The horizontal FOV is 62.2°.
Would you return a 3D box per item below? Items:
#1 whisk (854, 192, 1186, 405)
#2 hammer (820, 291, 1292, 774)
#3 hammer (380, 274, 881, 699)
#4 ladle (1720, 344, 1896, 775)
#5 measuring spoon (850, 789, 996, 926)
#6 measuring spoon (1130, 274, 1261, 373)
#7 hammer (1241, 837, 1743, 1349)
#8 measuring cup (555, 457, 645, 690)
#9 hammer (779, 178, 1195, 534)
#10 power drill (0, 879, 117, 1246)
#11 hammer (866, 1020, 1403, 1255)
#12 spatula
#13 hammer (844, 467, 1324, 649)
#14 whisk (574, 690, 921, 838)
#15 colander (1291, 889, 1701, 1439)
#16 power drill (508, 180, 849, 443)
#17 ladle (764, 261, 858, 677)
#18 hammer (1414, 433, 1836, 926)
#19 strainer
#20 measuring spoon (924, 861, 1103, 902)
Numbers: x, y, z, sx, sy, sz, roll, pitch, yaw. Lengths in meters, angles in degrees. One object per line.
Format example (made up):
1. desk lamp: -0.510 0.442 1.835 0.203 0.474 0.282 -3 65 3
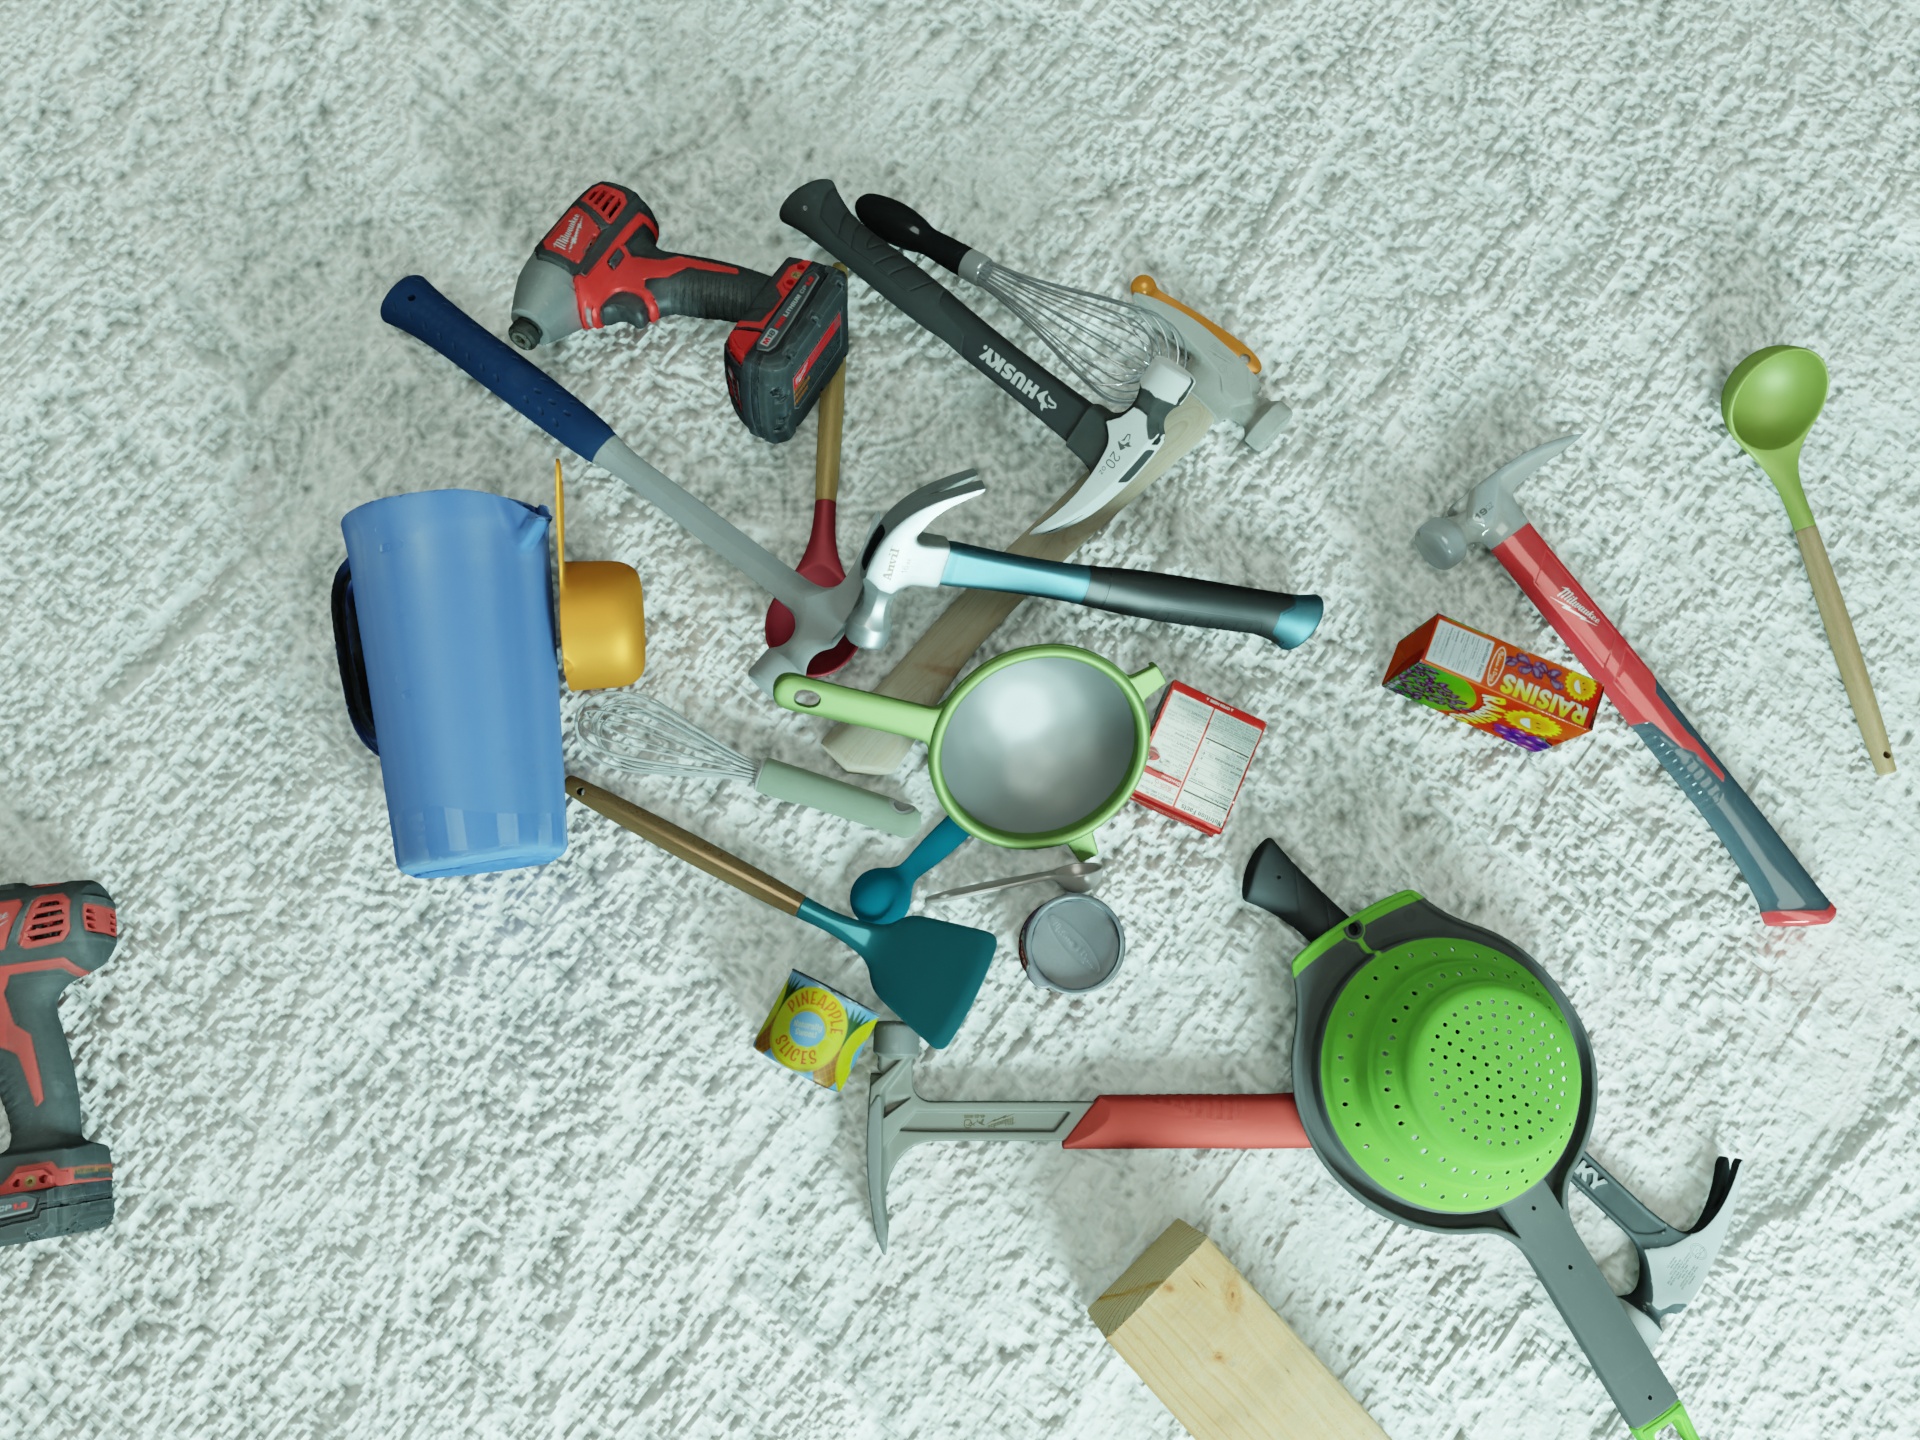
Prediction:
1. whisk: 0.037 -0.308 1.130 0.285 0.070 0.070 34 79 18
2. hammer: 0.048 -0.125 1.126 0.146 0.038 0.410 43 81 6
3. hammer: -0.234 -0.186 1.104 0.405 0.035 0.144 37 79 8
4. ladle: 0.626 -0.117 1.150 0.078 0.062 0.320 -14 84 -3
5. measuring spoon: -0.023 0.092 1.089 0.128 0.021 0.042 -43 85 -8
6. measuring spoon: 0.175 -0.293 1.176 0.117 0.011 0.021 37 80 3
7. hammer: 0.350 0.231 1.081 0.409 0.036 0.149 44 79 5
8. measuring cup: -0.236 -0.096 1.045 0.052 0.173 0.095 -1 41 -9
9. hammer: -0.004 -0.268 1.104 0.335 0.035 0.146 42 114 17
10. power drill: -0.633 0.220 1.006 0.188 0.080 0.227 -8 78 -5
11. hammer: 0.117 0.276 1.058 0.359 0.036 0.149 1 80 -3
12. spatula: -0.130 0.111 1.061 0.317 0.044 0.082 26 86 7
13. hammer: 0.095 -0.089 1.076 0.331 0.033 0.128 7 120 -19
14. whisk: -0.144 0.035 1.086 0.246 0.058 0.059 18 114 -3
15. colander: 0.364 0.294 1.001 0.204 0.094 0.397 -29 82 -11
16. power drill: -0.198 -0.283 1.099 0.220 0.078 0.143 23 61 10
17. ladle: -0.096 -0.181 1.133 0.069 0.031 0.315 3 78 -2
18. hammer: 0.497 -0.022 1.133 0.143 0.038 0.386 -35 84 -10
19. strainer: -0.002 -0.003 1.064 0.256 0.069 0.151 13 112 -15
20. measuring spoon: 0.038 0.117 1.088 0.124 0.034 0.018 -10 99 0
